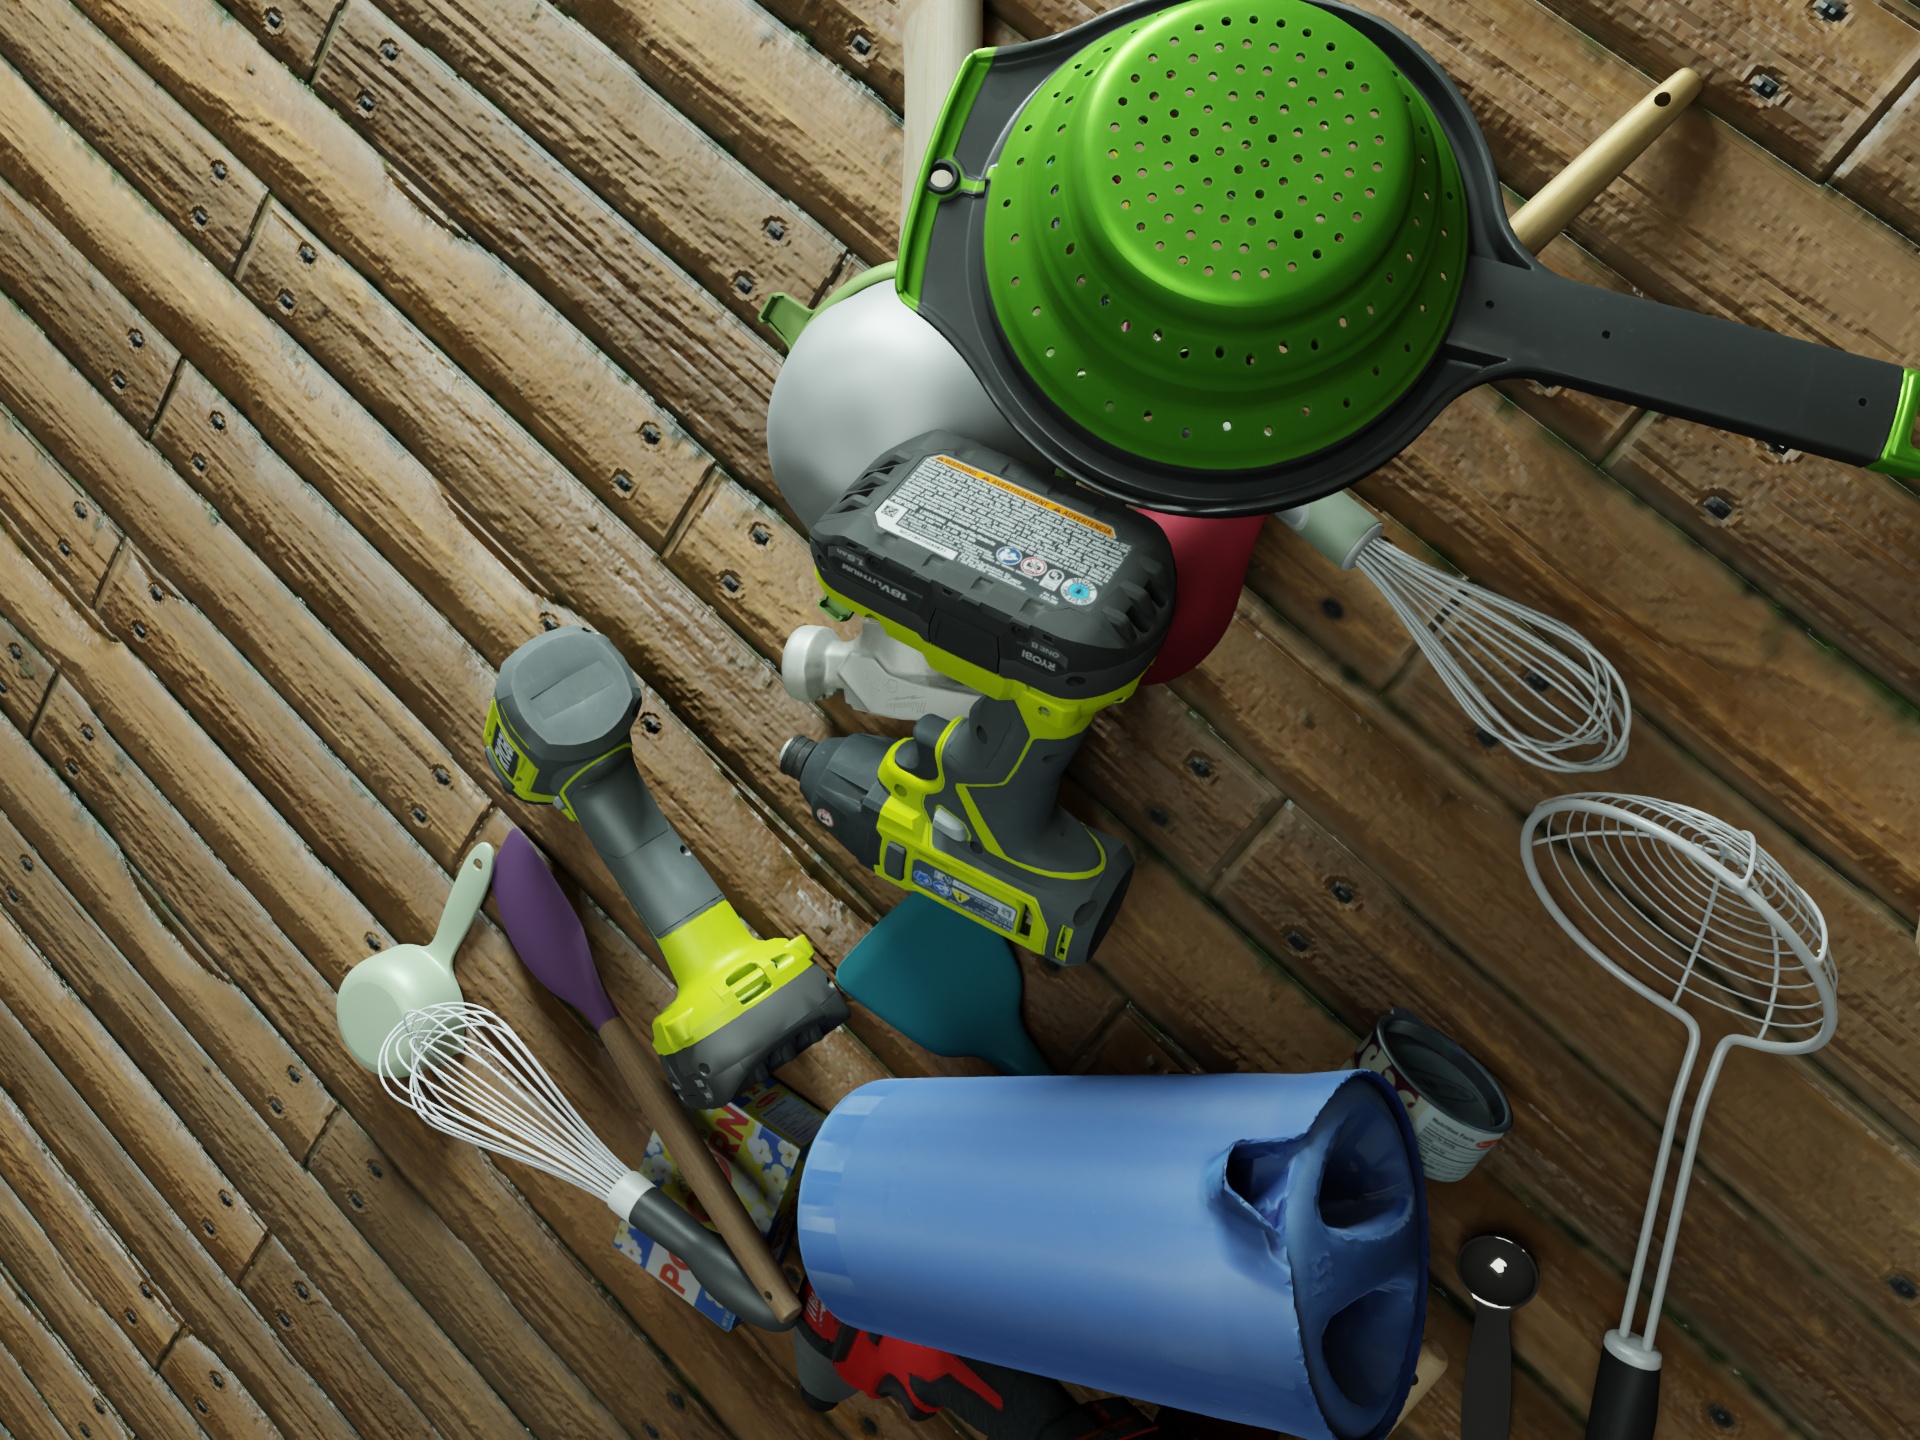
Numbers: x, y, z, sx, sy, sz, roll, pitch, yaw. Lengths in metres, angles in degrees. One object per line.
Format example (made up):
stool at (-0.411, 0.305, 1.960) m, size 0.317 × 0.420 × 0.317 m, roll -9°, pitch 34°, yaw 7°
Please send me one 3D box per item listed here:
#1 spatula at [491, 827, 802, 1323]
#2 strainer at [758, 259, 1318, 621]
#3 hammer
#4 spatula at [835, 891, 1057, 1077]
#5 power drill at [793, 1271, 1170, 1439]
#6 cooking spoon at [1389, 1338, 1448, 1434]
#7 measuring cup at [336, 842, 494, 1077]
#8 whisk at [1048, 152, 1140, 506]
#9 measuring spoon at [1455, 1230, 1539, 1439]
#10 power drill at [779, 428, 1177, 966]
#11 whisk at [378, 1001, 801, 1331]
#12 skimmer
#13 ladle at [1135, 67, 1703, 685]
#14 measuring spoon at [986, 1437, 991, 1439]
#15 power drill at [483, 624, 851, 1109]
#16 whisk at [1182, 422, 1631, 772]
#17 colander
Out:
spatula at (-0.173, 0.182, 0.838) m, size 0.316 × 0.018 × 0.059 m, roll 48°, pitch 122°, yaw 28°
strainer at (0.016, -0.125, 0.652) m, size 0.256 × 0.069 × 0.151 m, roll -6°, pitch 99°, yaw 30°
hammer at (-0.004, -0.202, 0.718) m, size 0.146 × 0.038 × 0.410 m, roll 8°, pitch 102°, yaw 23°
spatula at (0.074, 0.209, 0.742) m, size 0.082 × 0.044 × 0.317 m, roll -41°, pitch 81°, yaw -13°
power drill at (-0.002, 0.329, 0.756) m, size 0.220 × 0.078 × 0.143 m, roll 38°, pitch 114°, yaw 40°
cooking spoon at (0.118, 0.382, 0.705) m, size 0.069 × 0.017 × 0.318 m, roll 45°, pitch 116°, yaw 32°
measuring cup at (-0.314, 0.139, 0.925) m, size 0.083 × 0.038 × 0.167 m, roll 38°, pitch 115°, yaw 16°
whisk at (0.060, -0.131, 0.695) m, size 0.047 × 0.051 × 0.245 m, roll -1°, pitch 101°, yaw 21°
measuring spoon at (0.233, 0.276, 0.696) m, size 0.034 × 0.018 × 0.124 m, roll 7°, pitch 109°, yaw 27°
power drill at (-0.001, -0.002, 0.667) m, size 0.171 × 0.080 × 0.223 m, roll 26°, pitch 142°, yaw 15°
whisk at (-0.196, 0.232, 0.837) m, size 0.285 × 0.070 × 0.070 m, roll 29°, pitch 110°, yaw 21°
skimmer at (0.257, 0.202, 0.627) m, size 0.127 × 0.090 × 0.363 m, roll 26°, pitch 116°, yaw 55°
ladle at (0.161, -0.132, 0.625) m, size 0.315 × 0.031 × 0.069 m, roll -44°, pitch 71°, yaw 13°
measuring spoon at (0.015, 0.388, 0.820) m, size 0.021 × 0.011 × 0.117 m, roll 32°, pitch 111°, yaw 18°
power drill at (-0.160, 0.075, 0.790) m, size 0.228 × 0.080 × 0.190 m, roll 57°, pitch 156°, yaw 1°
whisk at (0.170, -0.065, 0.651) m, size 0.246 × 0.059 × 0.057 m, roll 43°, pitch 142°, yaw 18°
colander at (0.172, -0.157, 0.546) m, size 0.397 × 0.094 × 0.204 m, roll 16°, pitch 86°, yaw 5°
